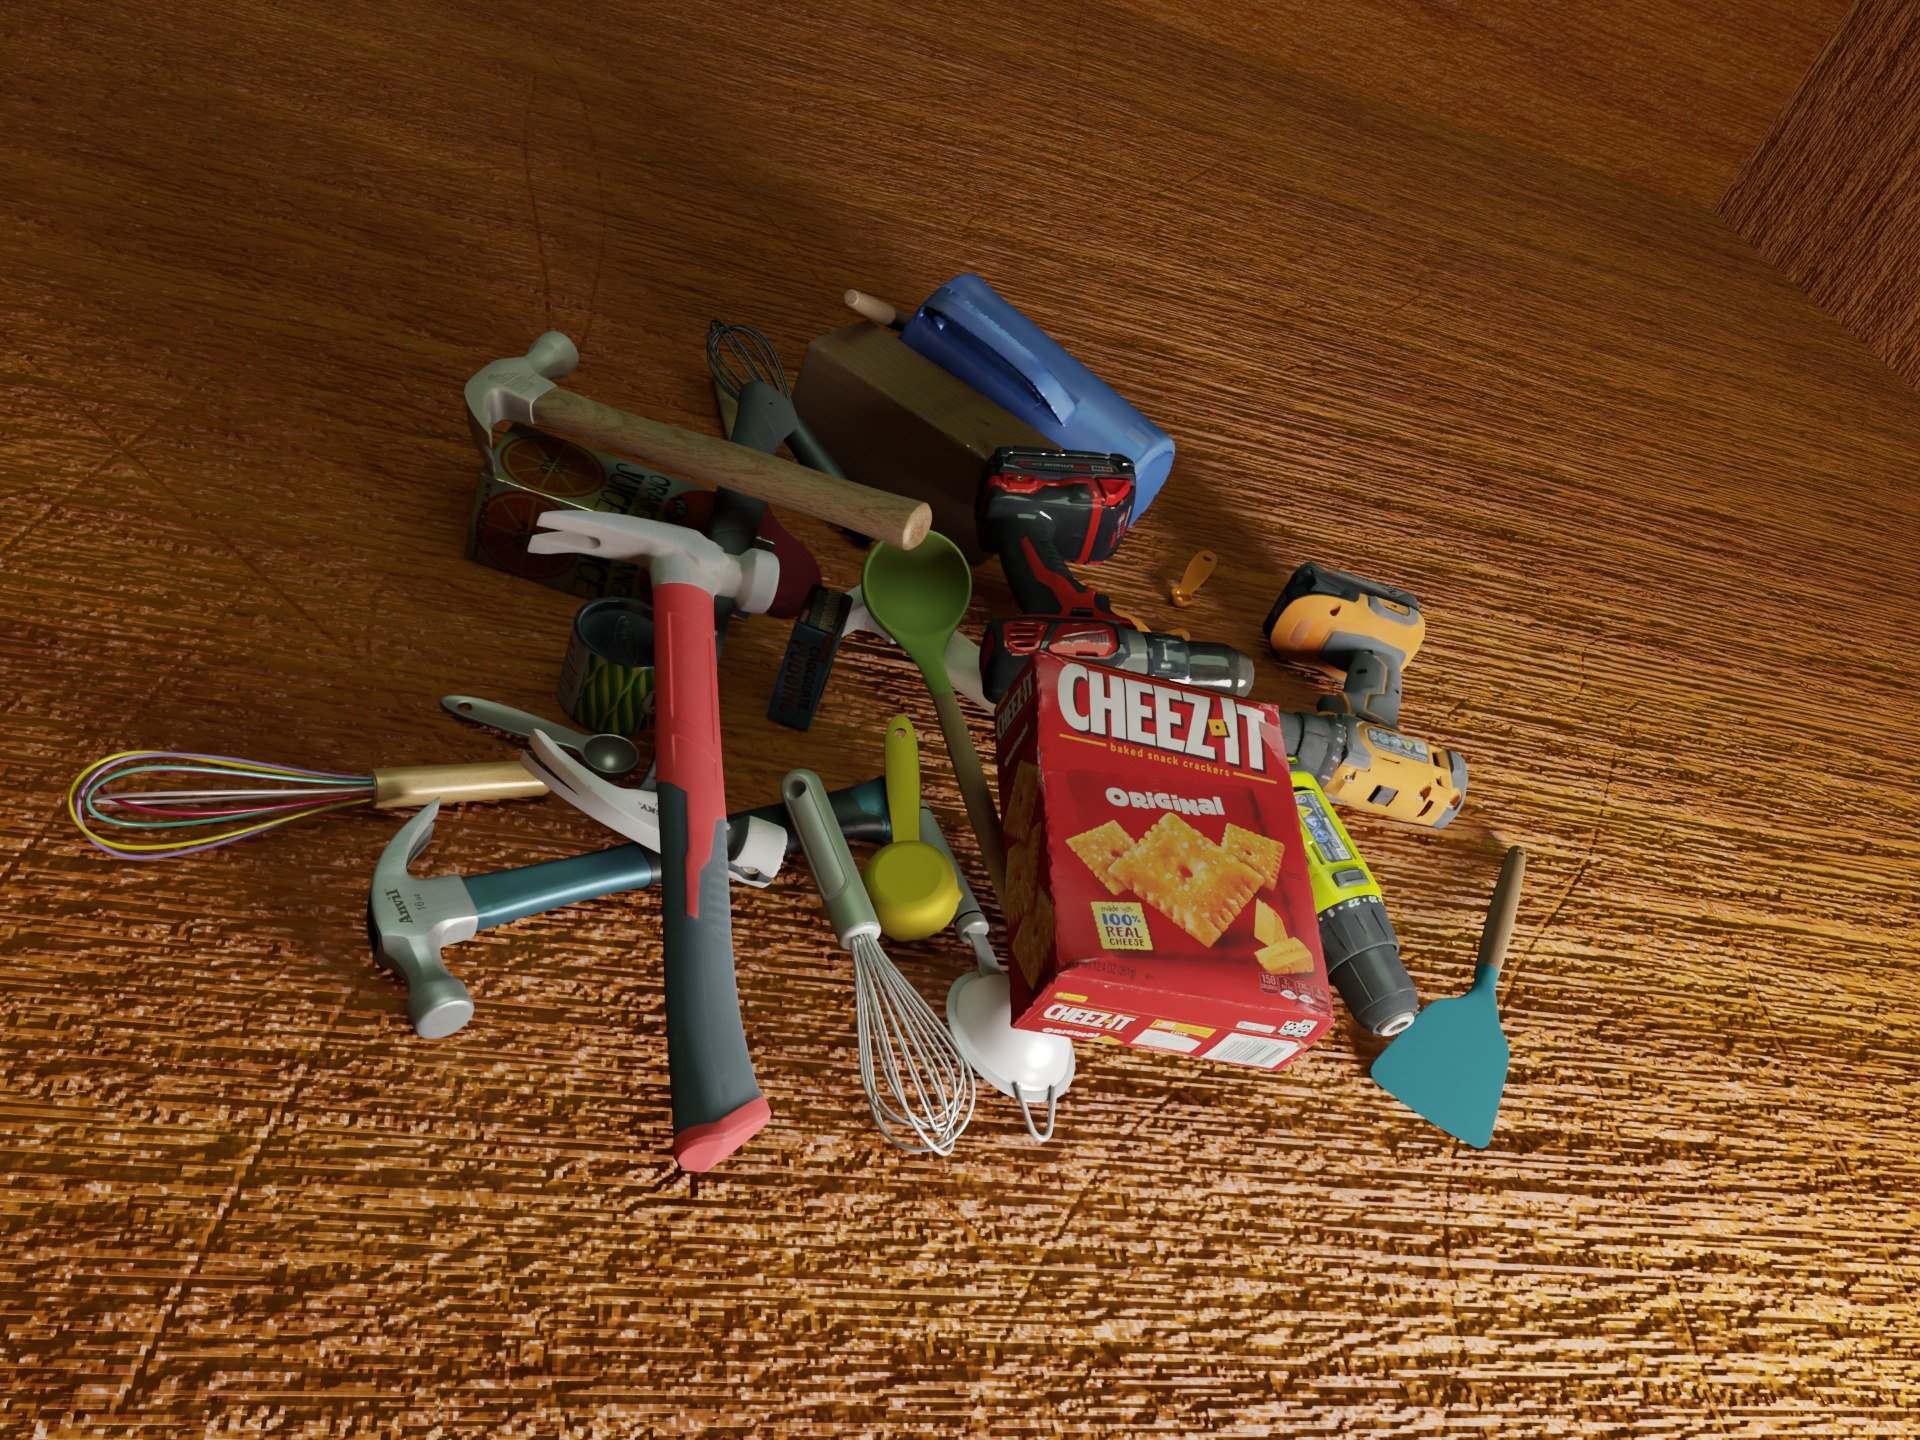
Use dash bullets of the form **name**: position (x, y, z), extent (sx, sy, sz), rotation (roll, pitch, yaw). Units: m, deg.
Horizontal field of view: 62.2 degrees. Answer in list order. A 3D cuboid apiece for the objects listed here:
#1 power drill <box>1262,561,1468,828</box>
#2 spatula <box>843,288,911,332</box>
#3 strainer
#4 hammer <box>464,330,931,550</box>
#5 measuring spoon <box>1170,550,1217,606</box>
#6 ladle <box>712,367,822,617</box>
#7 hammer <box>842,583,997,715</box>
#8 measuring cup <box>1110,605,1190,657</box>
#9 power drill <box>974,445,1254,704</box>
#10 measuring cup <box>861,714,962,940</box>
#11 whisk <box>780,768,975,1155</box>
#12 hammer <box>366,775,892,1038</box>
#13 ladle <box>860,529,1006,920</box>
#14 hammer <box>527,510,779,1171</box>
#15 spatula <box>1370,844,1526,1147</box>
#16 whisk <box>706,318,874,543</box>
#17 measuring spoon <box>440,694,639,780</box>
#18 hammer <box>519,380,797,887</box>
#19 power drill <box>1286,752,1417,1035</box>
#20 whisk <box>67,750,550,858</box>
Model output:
- **power drill**: position (0.289, -0.025, 1.244), extent (0.185, 0.084, 0.226), rotation (16, 42, -10)
- **spatula**: position (-0.053, -0.350, 1.396), extent (0.060, 0.018, 0.316), rotation (31, 12, 7)
- **strainer**: position (0.009, 0.126, 0.933), extent (0.086, 0.050, 0.259), rotation (13, 33, -36)
- **hammer**: position (-0.173, -0.170, 1.012), extent (0.331, 0.031, 0.130), rotation (20, 44, 18)
- **measuring spoon**: position (0.201, -0.122, 1.368), extent (0.021, 0.011, 0.117), rotation (29, 33, 7)
- **ladle**: position (-0.162, -0.189, 1.229), extent (0.069, 0.031, 0.316), rotation (6, 39, -25)
- **hammer**: position (0.084, 0.030, 1.093), extent (0.411, 0.038, 0.146), rotation (36, 39, 14)
- **measuring cup**: position (0.133, -0.060, 1.215), extent (0.095, 0.052, 0.173), rotation (43, 42, 22)
- **power drill**: position (0.101, -0.094, 1.135), extent (0.188, 0.080, 0.227), rotation (3, 46, -9)
- **measuring cup**: position (-0.033, 0.055, 0.945), extent (0.062, 0.029, 0.157), rotation (-4, 56, -2)
- **whisk**: position (-0.053, 0.124, 0.868), extent (0.059, 0.058, 0.247), rotation (42, 18, -55)
- **hammer**: position (-0.168, 0.079, 0.894), extent (0.331, 0.033, 0.128), rotation (-11, 51, -39)
- **ladle**: position (-0.002, -0.003, 1.008), extent (0.078, 0.062, 0.321), rotation (-2, 46, -18)
- **hammer**: position (-0.154, 0.042, 0.820), extent (0.143, 0.038, 0.387), rotation (10, 48, -24)
- **spatula**: position (0.358, 0.167, 1.094), extent (0.082, 0.044, 0.317), rotation (32, 33, 10)
- **whisk**: position (-0.135, -0.230, 1.263), extent (0.055, 0.055, 0.239), rotation (-18, 65, -42)
- **measuring spoon**: position (-0.252, 0.011, 0.948), extent (0.124, 0.018, 0.034), rotation (18, 37, 2)
- **hammer**: position (-0.155, -0.083, 0.988), extent (0.149, 0.036, 0.409), rotation (22, 44, -17)
- **power drill**: position (0.159, 0.117, 0.971), extent (0.228, 0.080, 0.191), rotation (-6, 54, -26)
- **whisk**: position (-0.336, 0.034, 0.847), extent (0.245, 0.051, 0.047), rotation (-3, 39, -36)
